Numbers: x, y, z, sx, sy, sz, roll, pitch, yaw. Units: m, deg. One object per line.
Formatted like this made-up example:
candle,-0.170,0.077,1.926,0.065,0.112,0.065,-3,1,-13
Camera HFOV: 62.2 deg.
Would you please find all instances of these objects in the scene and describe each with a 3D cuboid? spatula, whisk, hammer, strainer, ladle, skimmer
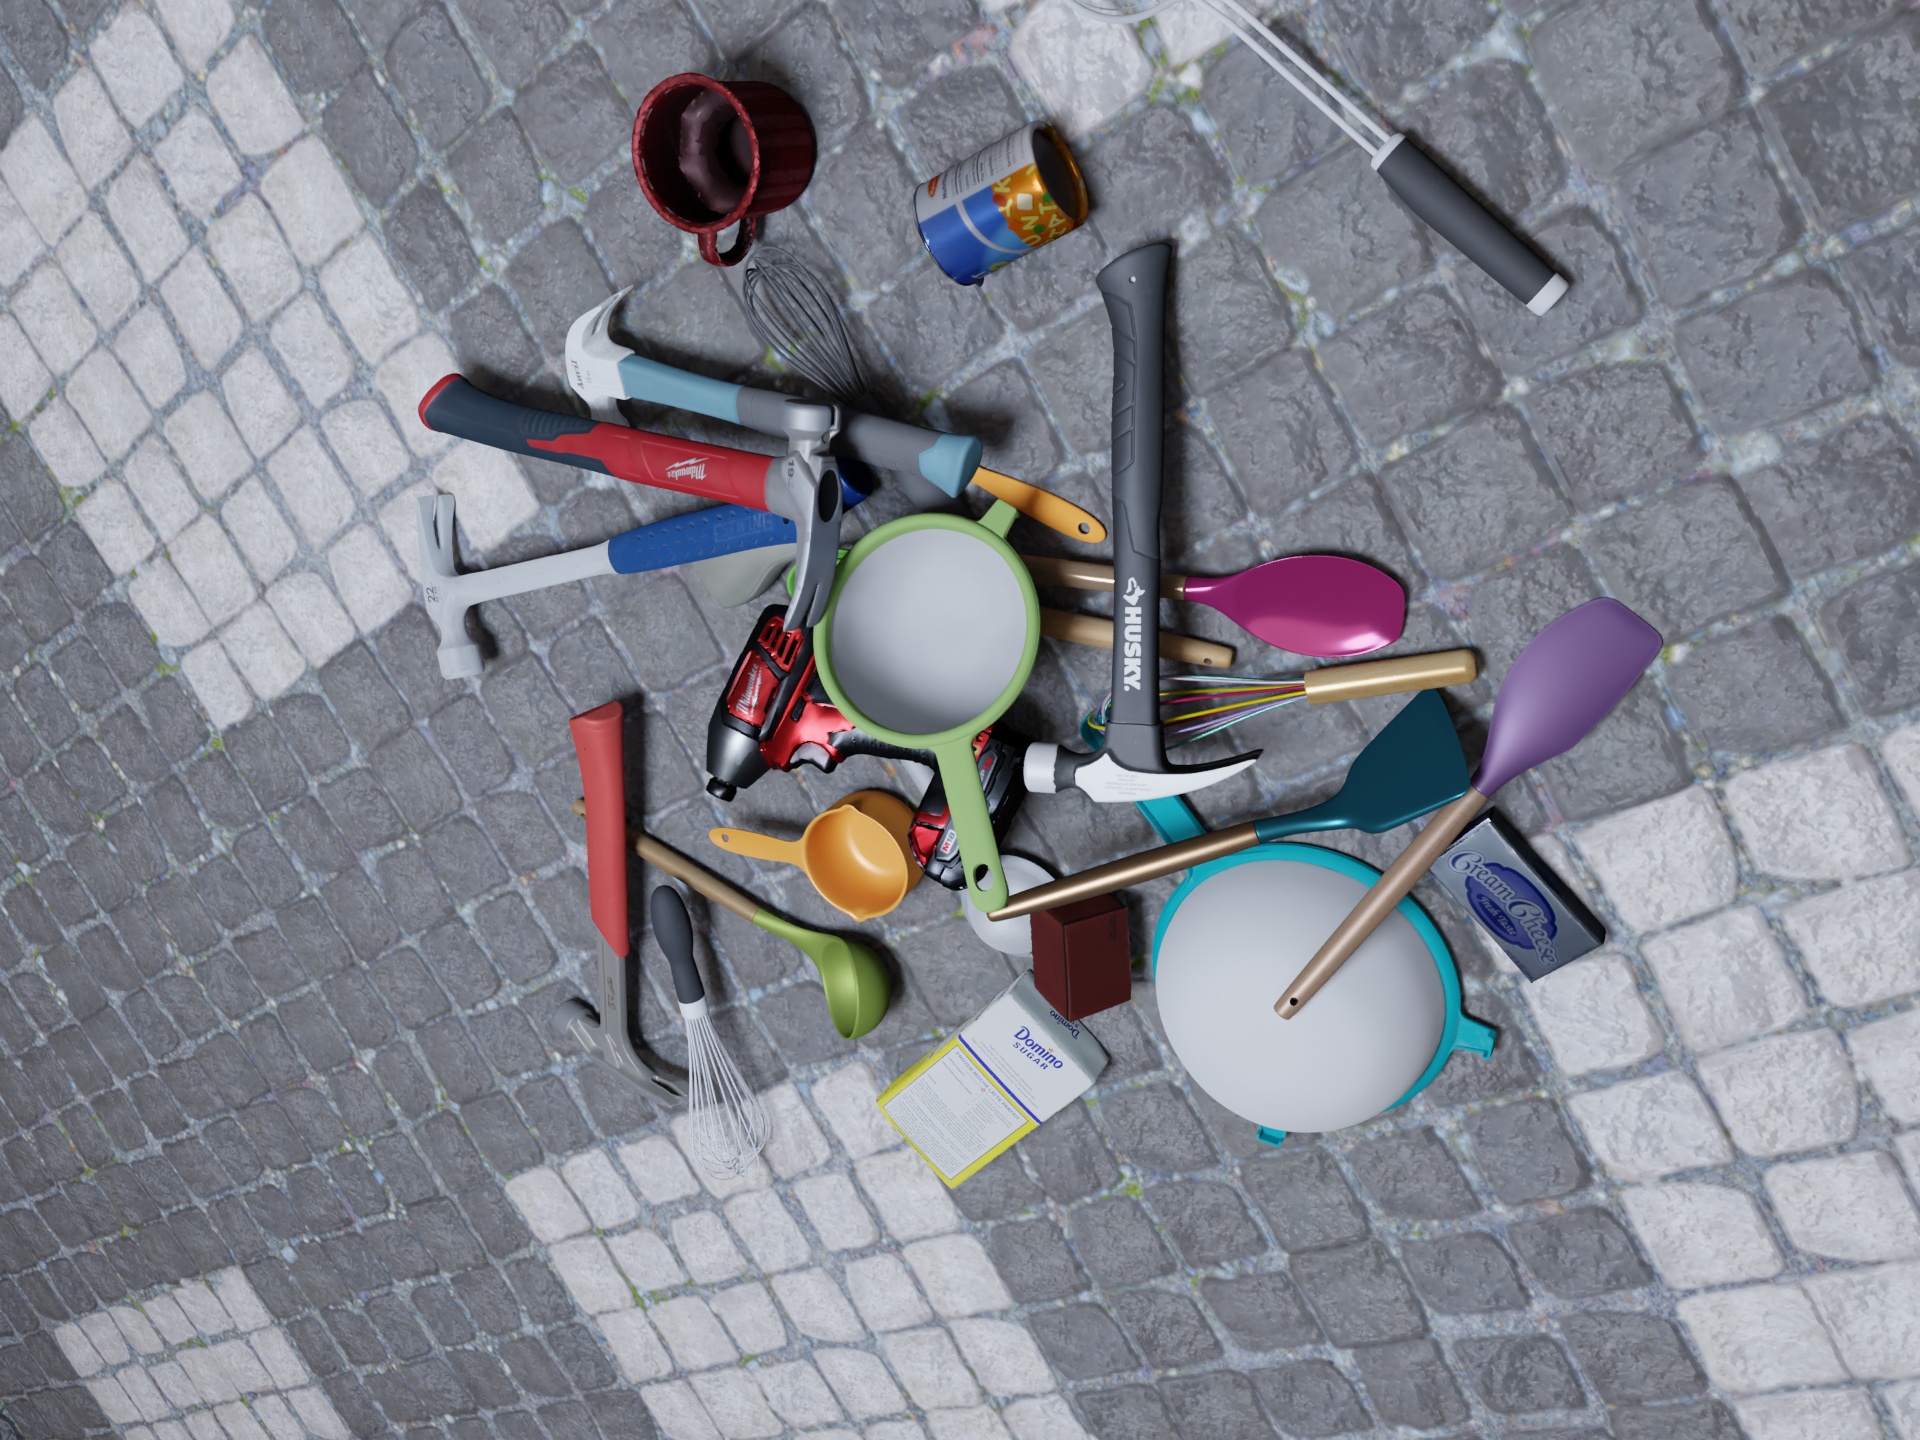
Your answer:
spatula,0.158,0.070,0.996,0.317,0.082,0.044,-20,139,16
whisk,0.195,-0.014,0.991,0.245,0.047,0.051,-8,82,24
whisk,-0.212,0.259,1.302,0.070,0.070,0.284,1,115,27
hammer,-0.258,-0.123,1.152,0.405,0.035,0.144,-7,97,35
hammer,-0.278,0.149,1.287,0.149,0.037,0.358,24,126,28
strainer,-0.001,0.082,1.143,0.087,0.050,0.258,-32,91,34
hammer,-0.236,-0.168,1.081,0.386,0.038,0.143,17,110,33
strainer,-0.002,-0.003,1.015,0.151,0.069,0.256,-17,79,15
hammer,-0.130,-0.203,1.046,0.331,0.033,0.128,19,138,26
strainer,0.175,0.143,1.043,0.211,0.095,0.340,-35,94,34
ladle,-0.189,0.148,1.259,0.320,0.062,0.078,29,130,17
spatula,0.289,0.059,0.945,0.060,0.018,0.316,39,105,8
hammer,0.112,-0.115,0.962,0.146,0.035,0.334,3,100,18
skimmer,0.183,-0.346,0.829,0.363,0.090,0.127,43,92,2
whisk,-0.064,-0.210,1.046,0.055,0.055,0.239,-35,97,34

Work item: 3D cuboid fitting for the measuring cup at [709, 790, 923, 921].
measuring cup,-0.104,0.090,1.192,0.174,0.052,0.095,8,115,26

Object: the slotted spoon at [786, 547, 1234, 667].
slotted spoon,0.029,-0.071,1.066,0.314,0.031,0.070,12,139,20

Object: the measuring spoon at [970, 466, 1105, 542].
measuring spoon,0.042,-0.143,1.037,0.117,0.011,0.021,28,121,14

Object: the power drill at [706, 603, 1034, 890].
power drill,-0.069,0.025,1.095,0.220,0.078,0.143,27,90,11

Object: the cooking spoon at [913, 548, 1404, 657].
cooking spoon,0.118,-0.088,1.009,0.319,0.017,0.068,9,122,19
